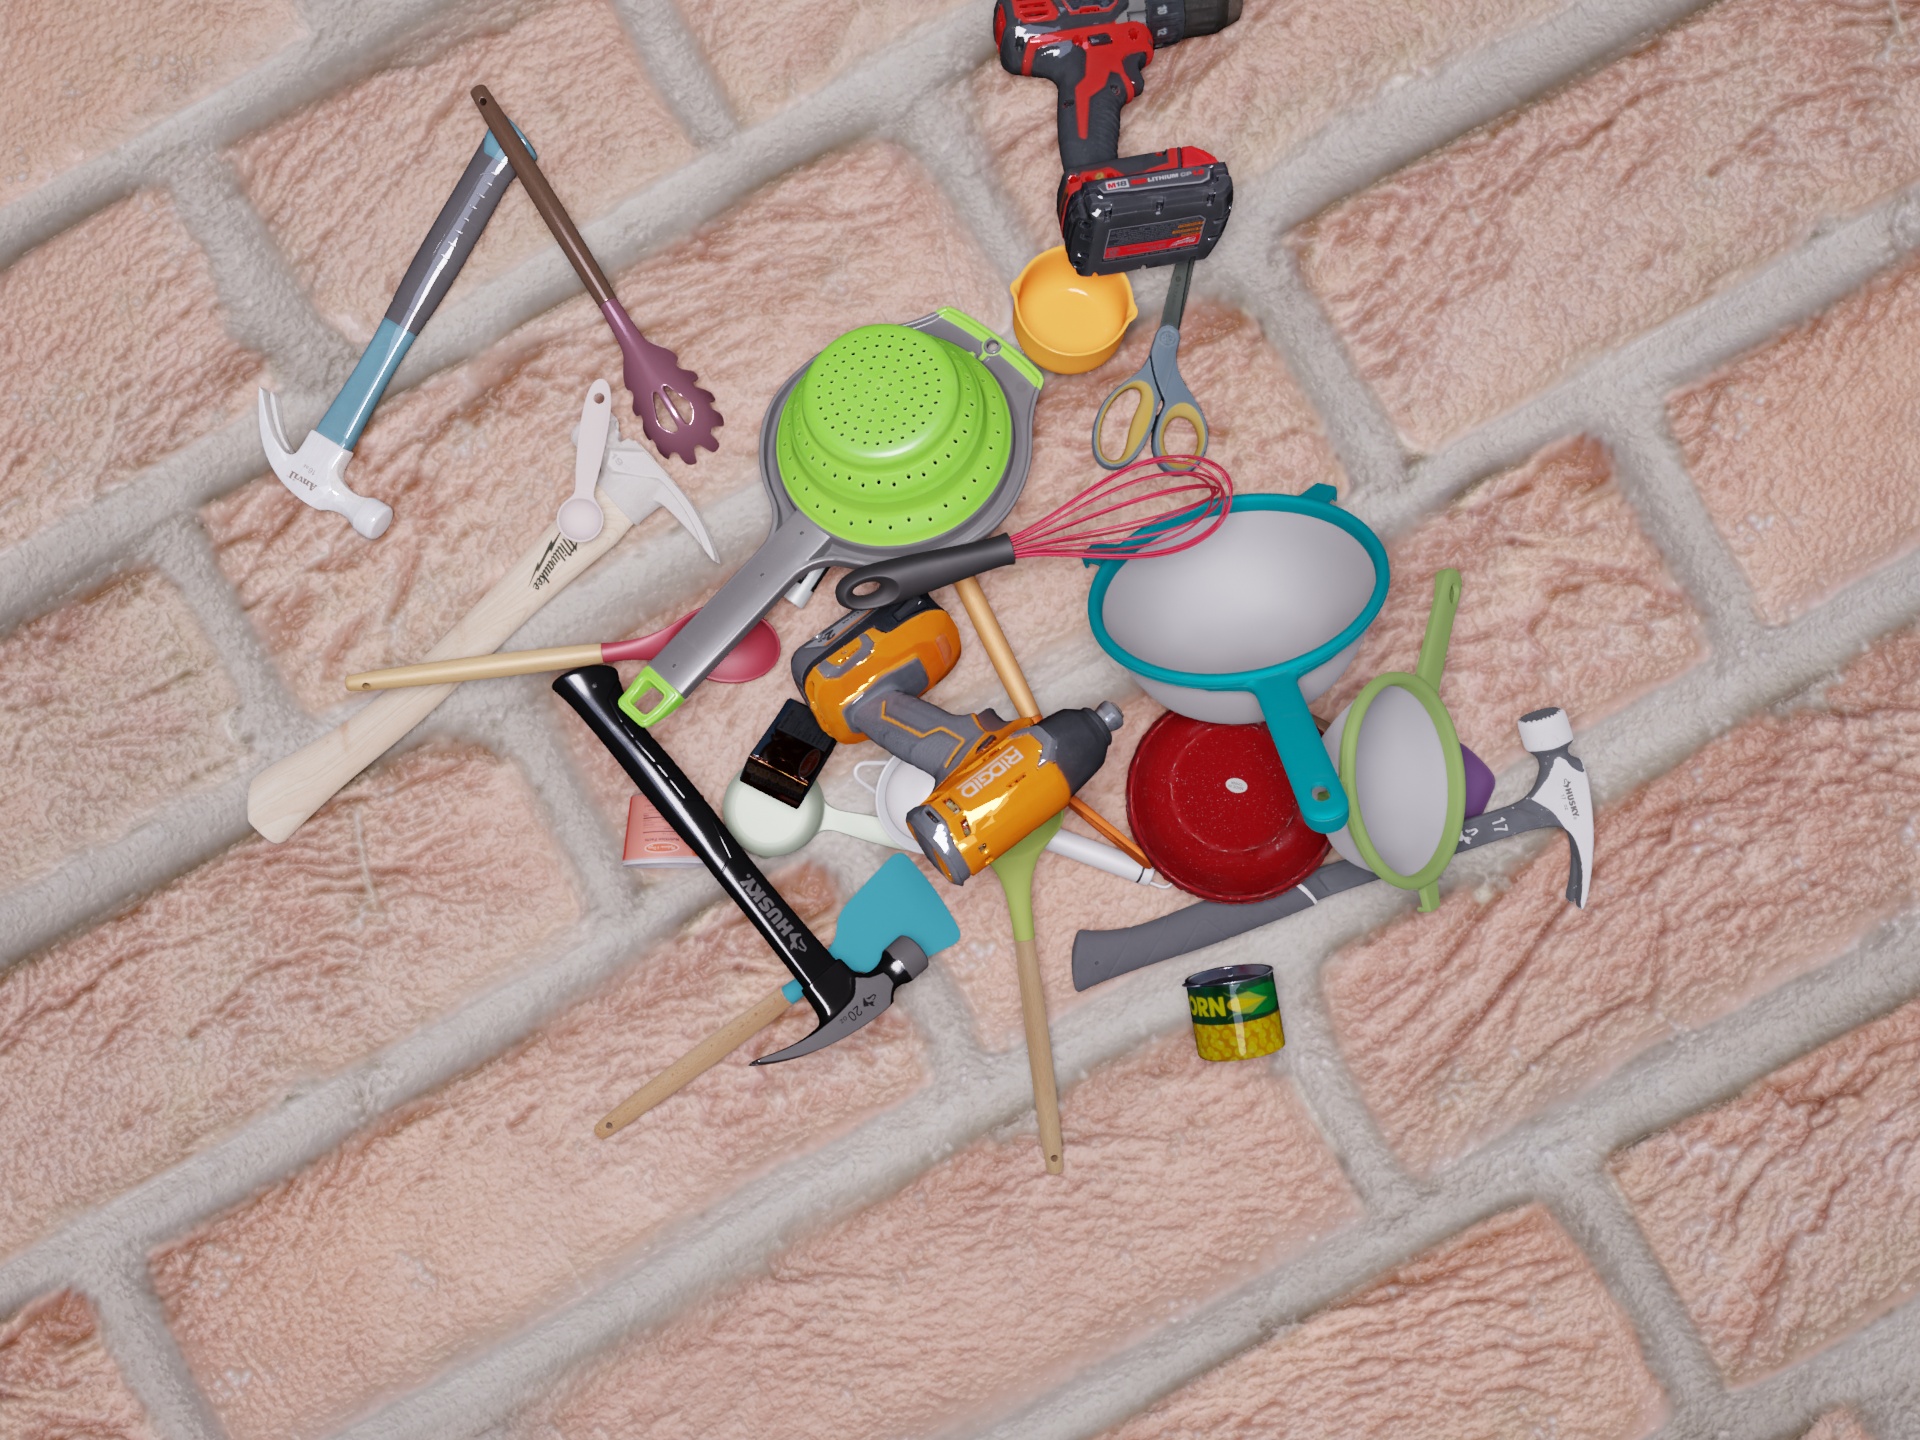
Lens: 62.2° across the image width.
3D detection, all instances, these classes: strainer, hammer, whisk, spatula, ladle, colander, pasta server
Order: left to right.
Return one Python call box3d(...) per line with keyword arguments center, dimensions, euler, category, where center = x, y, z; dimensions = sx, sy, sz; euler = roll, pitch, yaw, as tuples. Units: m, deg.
box3d(center=(-0.419, -0.311, 1.214), dimensions=(0.128, 0.033, 0.331), euler=(31, 90, 0), category="hammer")
box3d(center=(-0.372, -0.048, 1.210), dimensions=(0.410, 0.038, 0.146), euler=(-42, 90, 1), category="hammer")
box3d(center=(-0.293, -0.045, 1.182), dimensions=(0.315, 0.031, 0.069), euler=(-7, 123, -9), category="ladle")
box3d(center=(-0.278, -0.336, 1.198), dimensions=(0.060, 0.040, 0.316), euler=(-31, 92, 1), category="pasta server")
box3d(center=(-0.180, 0.096, 1.148), dimensions=(0.146, 0.035, 0.335), euler=(-39, 89, -26), category="hammer")
box3d(center=(-0.149, 0.224, 1.211), dimensions=(0.317, 0.044, 0.082), euler=(-36, 88, 6), category="spatula")
box3d(center=(-0.106, -0.157, 1.133), dimensions=(0.205, 0.094, 0.397), euler=(40, 80, 16), category="colander")
box3d(center=(0.041, 0.080, 1.198), dimensions=(0.258, 0.050, 0.087), euler=(20, 91, -4), category="strainer")
box3d(center=(0.051, -0.027, 1.182), dimensions=(0.041, 0.081, 0.323), euler=(-26, 79, 1), category="spatula")
box3d(center=(0.051, 0.189, 1.168), dimensions=(0.078, 0.062, 0.320), euler=(-8, 101, -1), category="ladle")
box3d(center=(0.054, -0.128, 1.129), dimensions=(0.296, 0.073, 0.073), euler=(-16, 89, -5), category="whisk")
box3d(center=(0.210, -0.024, 1.096), dimensions=(0.211, 0.341, 0.095), euler=(-15, 131, 4), category="strainer")
box3d(center=(0.255, -0.003, 1.204), dimensions=(0.316, 0.018, 0.060), euler=(23, 94, 0), category="spatula")
box3d(center=(0.275, 0.125, 1.191), dimensions=(0.409, 0.036, 0.149), euler=(-19, 98, 3), category="hammer")
box3d(center=(0.305, -0.001, 1.140), dimensions=(0.151, 0.069, 0.256), euler=(40, 58, -33), category="strainer")

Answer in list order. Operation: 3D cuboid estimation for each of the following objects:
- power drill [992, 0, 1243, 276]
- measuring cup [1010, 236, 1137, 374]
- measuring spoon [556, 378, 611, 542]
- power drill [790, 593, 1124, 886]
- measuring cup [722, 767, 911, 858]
box3d(center=(0.135, -0.451, 1.164), dimensions=(0.188, 0.080, 0.227), euler=(-11, 73, -6), category="power drill")
box3d(center=(0.090, -0.343, 1.197), dimensions=(0.095, 0.052, 0.174), euler=(12, 76, 0), category="measuring cup")
box3d(center=(-0.275, -0.192, 1.182), dimensions=(0.034, 0.018, 0.124), euler=(8, 85, -2), category="measuring spoon")
box3d(center=(-0.002, -0.004, 1.116), dimensions=(0.164, 0.084, 0.227), euler=(-36, 49, -11), category="power drill")
box3d(center=(-0.099, 0.076, 1.200), dimensions=(0.167, 0.038, 0.083), euler=(13, 90, 3), category="measuring cup")
